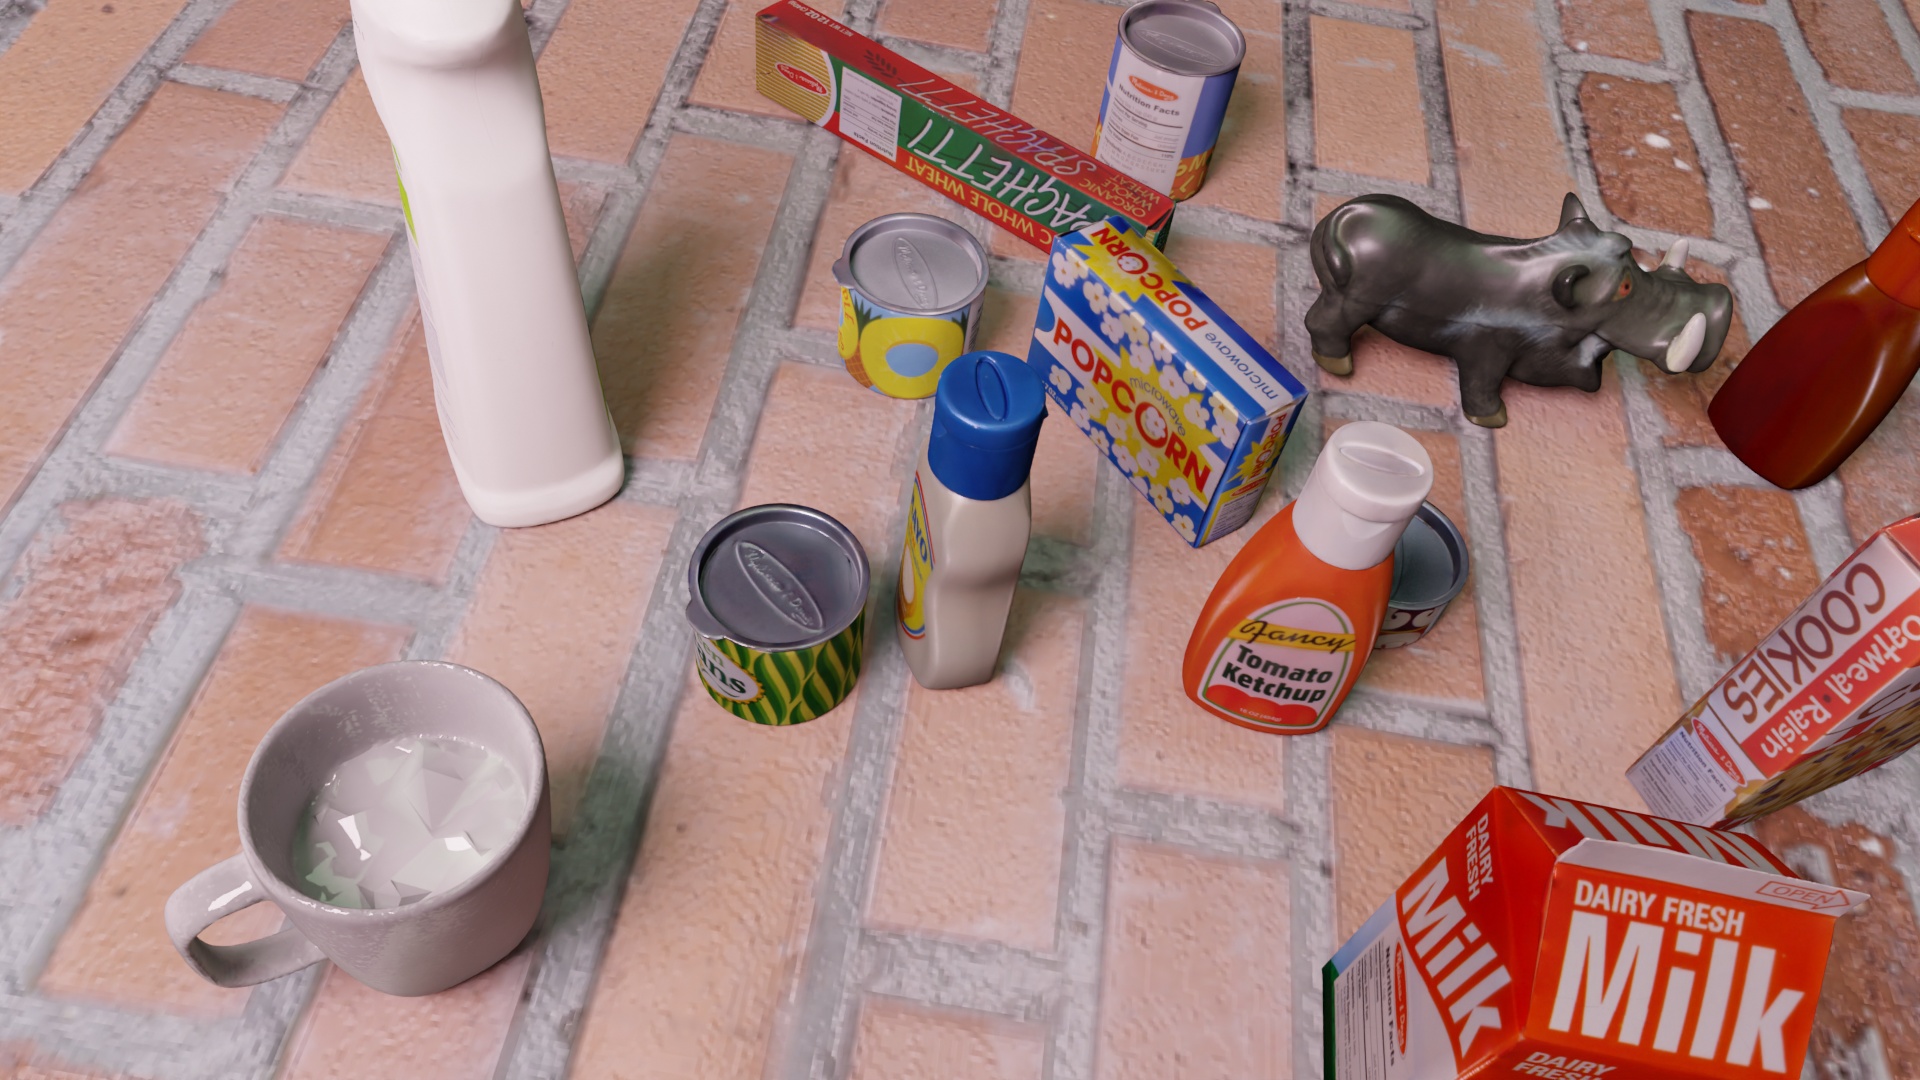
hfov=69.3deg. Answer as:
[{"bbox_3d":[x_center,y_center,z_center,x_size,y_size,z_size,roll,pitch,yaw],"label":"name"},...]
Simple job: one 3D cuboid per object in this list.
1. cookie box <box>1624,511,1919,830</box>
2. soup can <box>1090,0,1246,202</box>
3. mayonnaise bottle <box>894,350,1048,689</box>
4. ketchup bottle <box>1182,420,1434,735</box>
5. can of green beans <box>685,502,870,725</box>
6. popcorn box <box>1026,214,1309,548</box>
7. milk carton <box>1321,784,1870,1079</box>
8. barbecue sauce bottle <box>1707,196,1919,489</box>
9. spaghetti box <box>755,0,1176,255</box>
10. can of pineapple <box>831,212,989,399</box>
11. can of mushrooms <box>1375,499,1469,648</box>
[{"bbox_3d":[0.340,0.043,0.508,0.123,0.166,0.040,-15,57,-18],"label":"cookie box"},{"bbox_3d":[0.109,-0.233,0.736,0.071,0.083,0.072,4,53,-5],"label":"soup can"},{"bbox_3d":[0.002,-0.006,0.510,0.041,0.147,0.065,-5,54,-12],"label":"mayonnaise bottle"},{"bbox_3d":[0.128,0.017,0.510,0.065,0.148,0.044,15,53,3],"label":"ketchup bottle"},{"bbox_3d":[-0.069,0.029,0.529,0.071,0.057,0.071,4,53,-5],"label":"can of green beans"},{"bbox_3d":[0.086,-0.070,0.609,0.038,0.084,0.127,-27,61,-25],"label":"popcorn box"},{"bbox_3d":[0.170,0.132,0.402,0.072,0.189,0.074,11,53,0],"label":"milk carton"},{"bbox_3d":[0.406,-0.091,0.630,0.044,0.147,0.065,-18,58,-20],"label":"barbecue sauce bottle"},{"bbox_3d":[-0.003,-0.205,0.720,0.250,0.050,0.029,33,56,16],"label":"spaghetti box"},{"bbox_3d":[-0.025,-0.108,0.639,0.071,0.057,0.071,4,53,-5],"label":"can of pineapple"},{"bbox_3d":[0.176,0.010,0.594,0.071,0.033,0.071,4,53,-5],"label":"can of mushrooms"}]
